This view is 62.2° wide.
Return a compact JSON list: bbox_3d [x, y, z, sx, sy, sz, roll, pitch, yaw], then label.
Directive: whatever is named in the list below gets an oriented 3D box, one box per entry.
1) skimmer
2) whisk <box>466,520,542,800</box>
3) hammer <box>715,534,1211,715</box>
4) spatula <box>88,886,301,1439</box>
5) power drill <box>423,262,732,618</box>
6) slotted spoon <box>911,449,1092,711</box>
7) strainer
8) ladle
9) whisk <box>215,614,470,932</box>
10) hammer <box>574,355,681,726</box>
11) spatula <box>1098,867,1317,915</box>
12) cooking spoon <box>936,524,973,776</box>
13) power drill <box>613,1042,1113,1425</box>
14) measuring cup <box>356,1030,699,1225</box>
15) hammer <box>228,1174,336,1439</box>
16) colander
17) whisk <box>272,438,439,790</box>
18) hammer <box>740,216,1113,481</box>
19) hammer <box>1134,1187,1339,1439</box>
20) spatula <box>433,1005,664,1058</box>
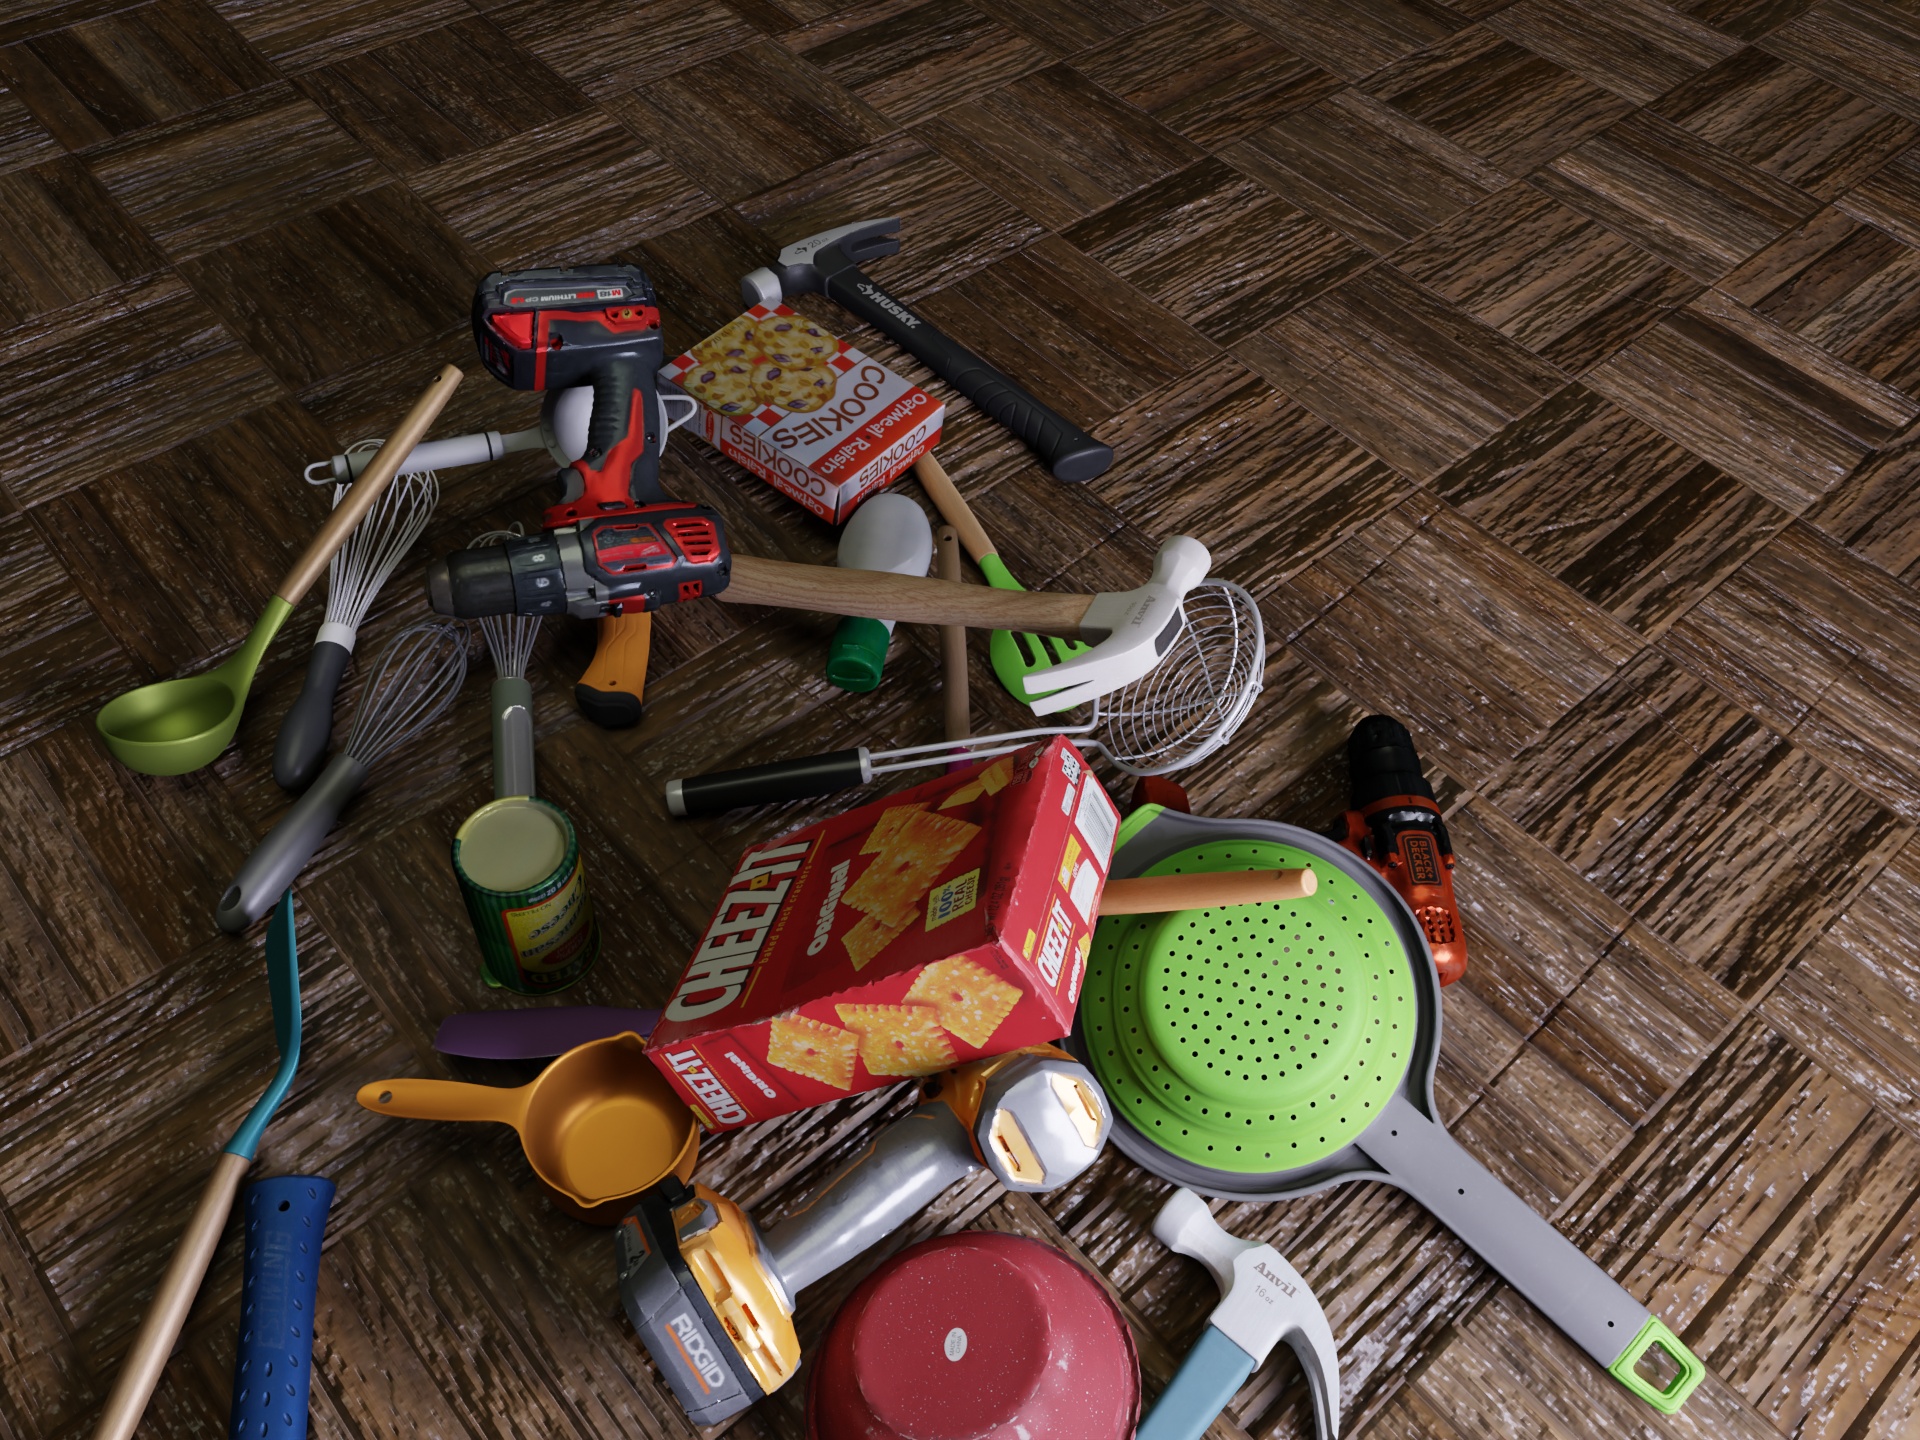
[{"bbox_3d":[-0.001,-0.003,0.943,0.363,0.090,0.127,-10,48,0],"label":"skimmer"},{"bbox_3d":[-0.284,-0.027,1.005,0.057,0.059,0.247,11,50,-31],"label":"whisk"},{"bbox_3d":[-0.021,-0.072,0.979,0.331,0.031,0.130,9,50,32],"label":"hammer"},{"bbox_3d":[-0.381,0.238,0.786,0.044,0.082,0.318,25,54,-19],"label":"spatula"},{"bbox_3d":[-0.259,-0.170,1.019,0.188,0.080,0.227,-10,76,-19],"label":"power drill"},{"bbox_3d":[0.006,-0.128,1.115,0.070,0.031,0.314,-22,54,-12],"label":"slotted spoon"},{"bbox_3d":[-0.307,-0.188,1.074,0.258,0.050,0.087,-14,88,-21],"label":"strainer"},{"bbox_3d":[-0.413,-0.102,0.990,0.078,0.062,0.320,23,73,29],"label":"ladle"},{"bbox_3d":[-0.369,0.027,0.956,0.055,0.055,0.239,20,58,12],"label":"whisk"},{"bbox_3d":[-0.222,-0.135,1.101,0.127,0.034,0.337,-2,52,-4],"label":"hammer"},{"bbox_3d":[0.044,0.090,0.839,0.322,0.041,0.081,-11,38,45],"label":"spatula"},{"bbox_3d":[-0.002,0.000,1.008,0.069,0.017,0.319,-5,56,3],"label":"cooking spoon"},{"bbox_3d":[-0.051,0.219,0.770,0.226,0.185,0.084,-31,97,-12],"label":"power drill"},{"bbox_3d":[-0.219,0.210,0.817,0.173,0.052,0.095,5,51,2],"label":"measuring cup"},{"bbox_3d":[-0.307,0.393,0.675,0.144,0.035,0.406,-6,52,-9],"label":"hammer"},{"bbox_3d":[0.207,0.194,0.797,0.397,0.094,0.204,41,84,16],"label":"colander"},{"bbox_3d":[-0.397,-0.078,1.032,0.070,0.070,0.285,3,56,-1],"label":"whisk"},{"bbox_3d":[-0.011,-0.287,1.234,0.146,0.035,0.335,-36,62,-27],"label":"hammer"},{"bbox_3d":[0.056,0.371,0.719,0.128,0.033,0.331,34,58,23],"label":"hammer"},{"bbox_3d":[-0.125,0.164,0.873,0.316,0.018,0.060,-2,16,-8],"label":"spatula"}]
